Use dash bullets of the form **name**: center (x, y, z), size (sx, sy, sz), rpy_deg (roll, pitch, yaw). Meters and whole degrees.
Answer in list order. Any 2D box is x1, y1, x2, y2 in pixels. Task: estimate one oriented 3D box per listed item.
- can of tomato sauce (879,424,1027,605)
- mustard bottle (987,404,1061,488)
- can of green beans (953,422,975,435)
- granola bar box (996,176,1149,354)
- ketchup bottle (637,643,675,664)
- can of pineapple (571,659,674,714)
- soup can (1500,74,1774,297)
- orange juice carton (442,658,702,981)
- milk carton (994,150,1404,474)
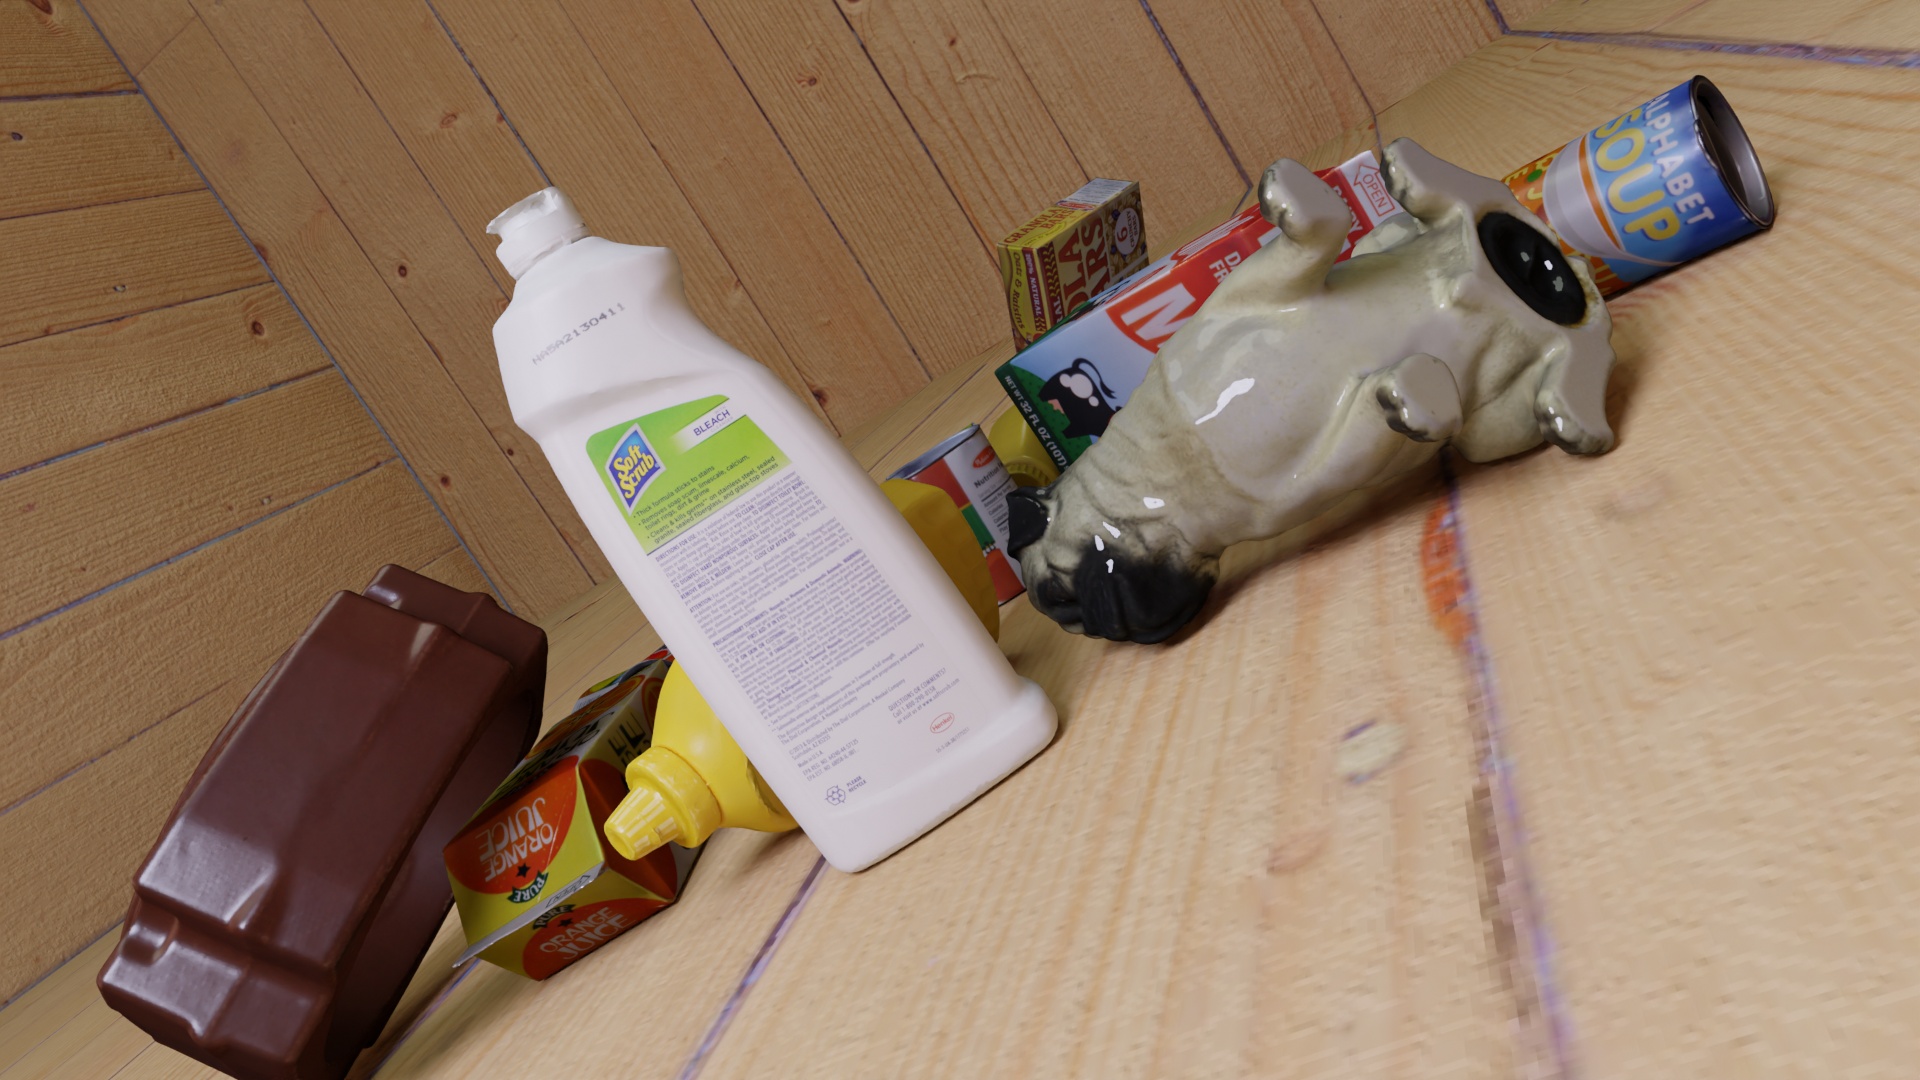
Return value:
- **can of tomato sauce**: center (0.003, -0.009, 0.743), size (0.071, 0.083, 0.071), rpy_deg (-32, 9, 6)
- **mustard bottle**: center (0.043, -0.040, 0.848), size (0.048, 0.065, 0.161), rpy_deg (-35, 13, 22)
- **can of green beans**: center (0.002, -0.037, 0.943), size (0.058, 0.071, 0.071), rpy_deg (-33, 9, -1)
- **granola bar box**: center (0.090, -0.157, 0.989), size (0.039, 0.164, 0.125), rpy_deg (15, 41, 38)
- **ketchup bottle**: center (-0.193, 0.081, 1.053), size (0.064, 0.043, 0.149), rpy_deg (-26, 10, 35)
- **can of pineapple**: center (-0.189, 0.109, 0.826), size (0.057, 0.071, 0.071), rpy_deg (-24, 13, 45)
- **soup can**: center (0.273, -0.140, 0.569), size (0.083, 0.071, 0.072), rpy_deg (-25, 12, 43)
- **orange juice carton**: center (-0.165, 0.127, 0.624), size (0.072, 0.073, 0.193), rpy_deg (-31, 10, 8)
- **milk carton**: center (0.112, -0.092, 0.592), size (0.190, 0.072, 0.074), rpy_deg (-23, 14, 48)
